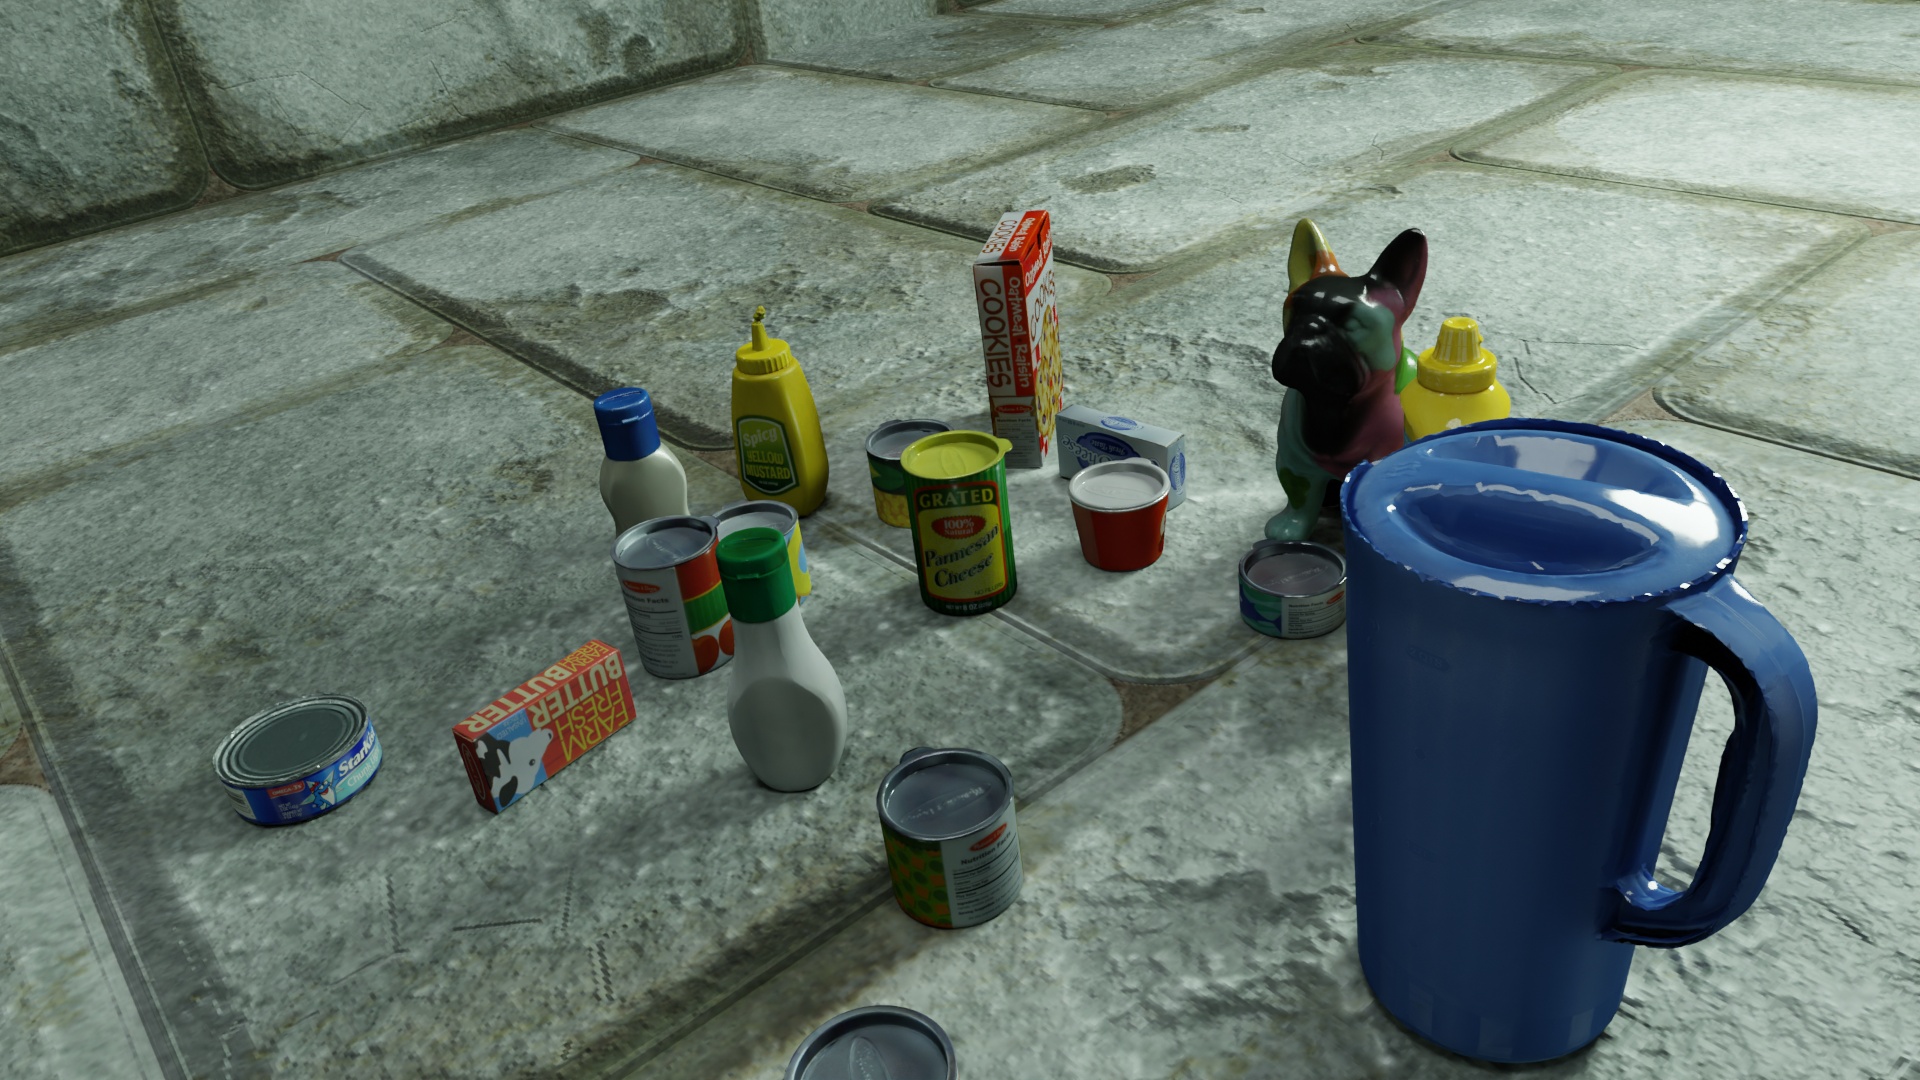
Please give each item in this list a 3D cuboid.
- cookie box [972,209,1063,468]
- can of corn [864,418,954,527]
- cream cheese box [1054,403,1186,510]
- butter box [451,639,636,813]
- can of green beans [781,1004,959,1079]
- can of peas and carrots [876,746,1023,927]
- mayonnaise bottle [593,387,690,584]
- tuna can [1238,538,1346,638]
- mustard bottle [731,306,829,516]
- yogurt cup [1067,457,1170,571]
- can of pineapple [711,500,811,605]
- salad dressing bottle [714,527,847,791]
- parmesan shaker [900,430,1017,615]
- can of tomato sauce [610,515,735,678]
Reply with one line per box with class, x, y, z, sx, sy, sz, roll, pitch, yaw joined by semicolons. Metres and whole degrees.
cookie box;0.049;-0.158;1.080;0.040;0.166;0.123;0;30;13
can of corn;-0.034;-0.051;1.021;0.071;0.058;0.071;-6;29;3
cream cheese box;0.116;-0.061;1.010;0.104;0.053;0.024;21;40;40
butter box;-0.237;0.105;0.800;0.024;0.053;0.104;16;37;36
can of green beans;-0.031;0.225;0.537;0.071;0.057;0.071;-6;29;3
can of peas and carrots;-0.006;0.143;0.675;0.071;0.058;0.071;-6;29;3
mayonnaise bottle;-0.211;-0.029;0.933;0.065;0.147;0.041;-18;31;-18
tuna can;0.203;0.029;0.854;0.071;0.032;0.071;-6;29;3
mustard bottle;-0.138;-0.095;1.020;0.065;0.159;0.049;4;31;20
yogurt cup;0.107;-0.015;0.931;0.072;0.053;0.073;-6;29;3
can of pineapple;-0.137;0.012;0.935;0.071;0.057;0.071;-6;29;3
salad dressing bottle;-0.099;0.064;0.744;0.064;0.147;0.044;-5;29;4
parmesan shaker;0.003;-0.011;0.898;0.071;0.102;0.071;-6;29;3
can of tomato sauce;-0.177;0.035;0.879;0.071;0.082;0.071;-6;29;3
